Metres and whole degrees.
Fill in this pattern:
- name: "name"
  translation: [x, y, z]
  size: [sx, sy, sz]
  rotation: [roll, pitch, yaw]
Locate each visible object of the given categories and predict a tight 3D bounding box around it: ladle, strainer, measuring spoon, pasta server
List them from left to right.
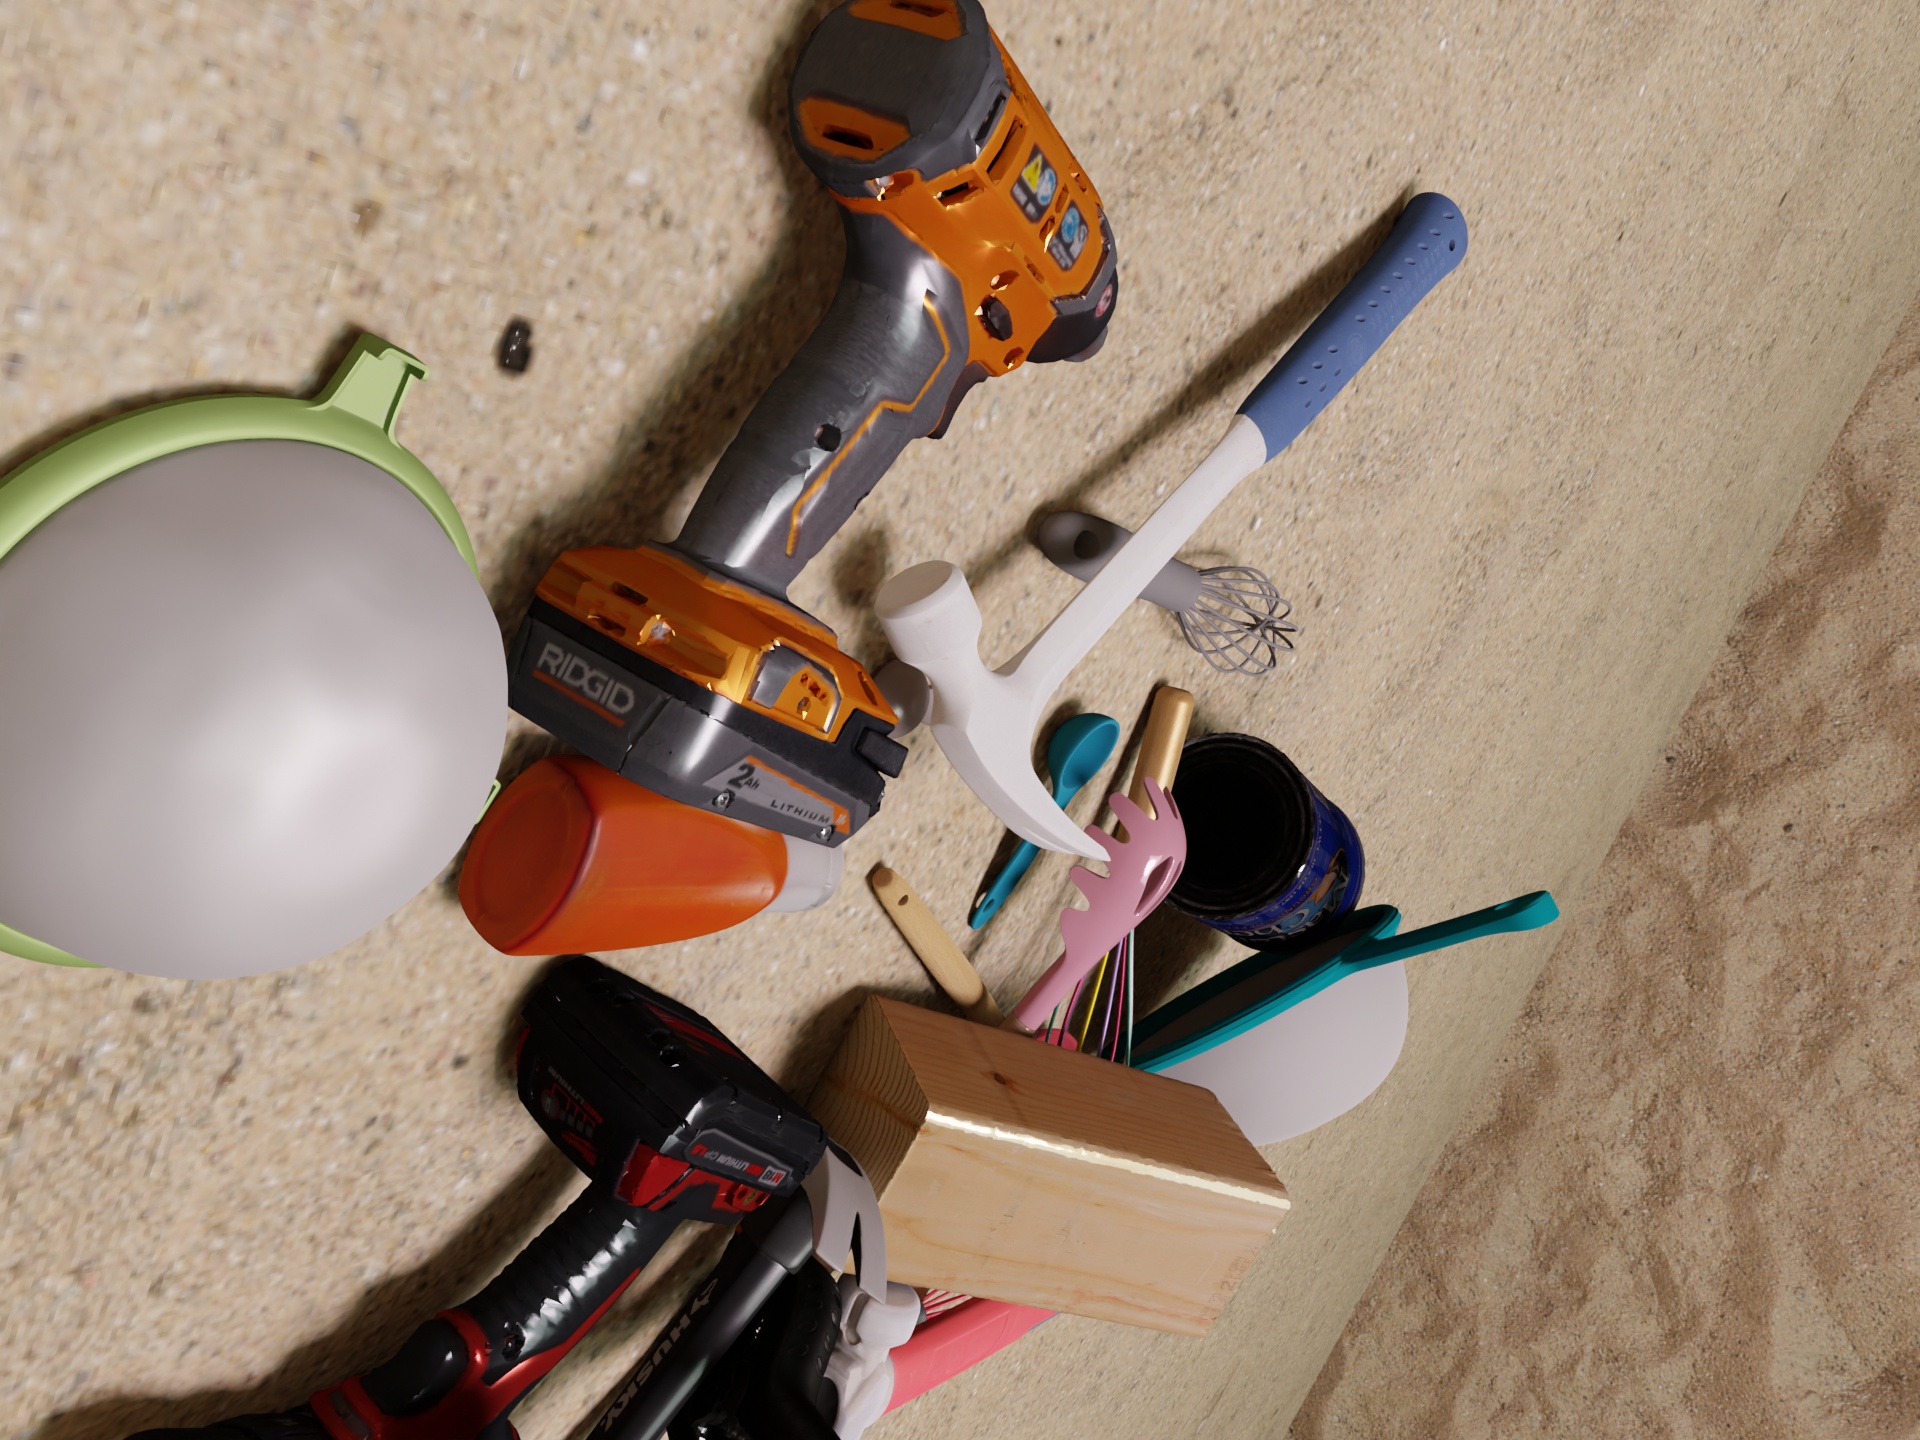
- name: "strainer"
  translation: [-0.193, 0.030, 0.336]
  size: [0.256, 0.069, 0.151]
  rotation: [-36, 144, -38]
- name: "measuring spoon"
  translation: [-0.001, -0.002, 0.660]
  size: [0.124, 0.018, 0.034]
  rotation: [10, 108, -60]
- name: "ladle"
  translation: [0.009, 0.146, 0.808]
  size: [0.069, 0.031, 0.315]
  rotation: [-48, 148, -14]
- name: "pasta server"
  translation: [0.010, 0.163, 0.784]
  size: [0.316, 0.040, 0.060]
  rotation: [-52, 146, 9]
- name: "measuring spoon"
  translation: [0.033, 0.046, 0.769]
  size: [0.042, 0.021, 0.128]
  rotation: [0, 126, -58]
- name: "strainer"
  translation: [0.224, 0.179, 0.919]
  size: [0.211, 0.095, 0.340]
  rotation: [-24, 174, -36]

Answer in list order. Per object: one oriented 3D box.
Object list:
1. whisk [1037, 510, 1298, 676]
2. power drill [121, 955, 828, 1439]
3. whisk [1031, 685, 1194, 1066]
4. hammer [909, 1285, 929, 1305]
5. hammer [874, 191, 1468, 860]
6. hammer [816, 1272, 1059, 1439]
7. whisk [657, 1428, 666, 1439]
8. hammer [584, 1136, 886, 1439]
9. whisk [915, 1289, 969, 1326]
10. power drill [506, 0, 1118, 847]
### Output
- name: "whisk"
  translation: [0.099, -0.060, 0.741]
  size: [0.238, 0.055, 0.055]
  rotation: [14, 105, -56]
- name: "power drill"
  translation: [-0.165, 0.195, 0.534]
  size: [0.227, 0.080, 0.187]
  rotation: [-51, 151, -7]
- name: "whisk"
  translation: [0.083, 0.102, 0.835]
  size: [0.047, 0.051, 0.245]
  rotation: [4, 102, -54]
- name: "hammer"
  translation: [-0.075, 0.370, 0.791]
  size: [0.411, 0.038, 0.146]
  rotation: [-63, 164, -4]
- name: "hammer"
  translation: [0.119, -0.109, 0.684]
  size: [0.405, 0.035, 0.144]
  rotation: [-47, 126, -31]
- name: "hammer"
  translation: [0.025, 0.324, 0.843]
  size: [0.386, 0.038, 0.143]
  rotation: [10, 101, -61]
- name: "whisk"
  translation: [-0.176, 0.354, 0.690]
  size: [0.285, 0.070, 0.070]
  rotation: [-48, 150, -29]
- name: "hammer"
  translation: [-0.148, 0.301, 0.605]
  size: [0.035, 0.146, 0.335]
  rotation: [43, 75, -16]
- name: "whisk"
  translation: [-0.015, 0.337, 0.925]
  size: [0.295, 0.073, 0.073]
  rotation: [-6, 122, -48]
- name: "power drill"
  translation: [-0.026, -0.080, 0.487]
  size: [0.226, 0.084, 0.164]
  rotation: [-63, 152, 0]
